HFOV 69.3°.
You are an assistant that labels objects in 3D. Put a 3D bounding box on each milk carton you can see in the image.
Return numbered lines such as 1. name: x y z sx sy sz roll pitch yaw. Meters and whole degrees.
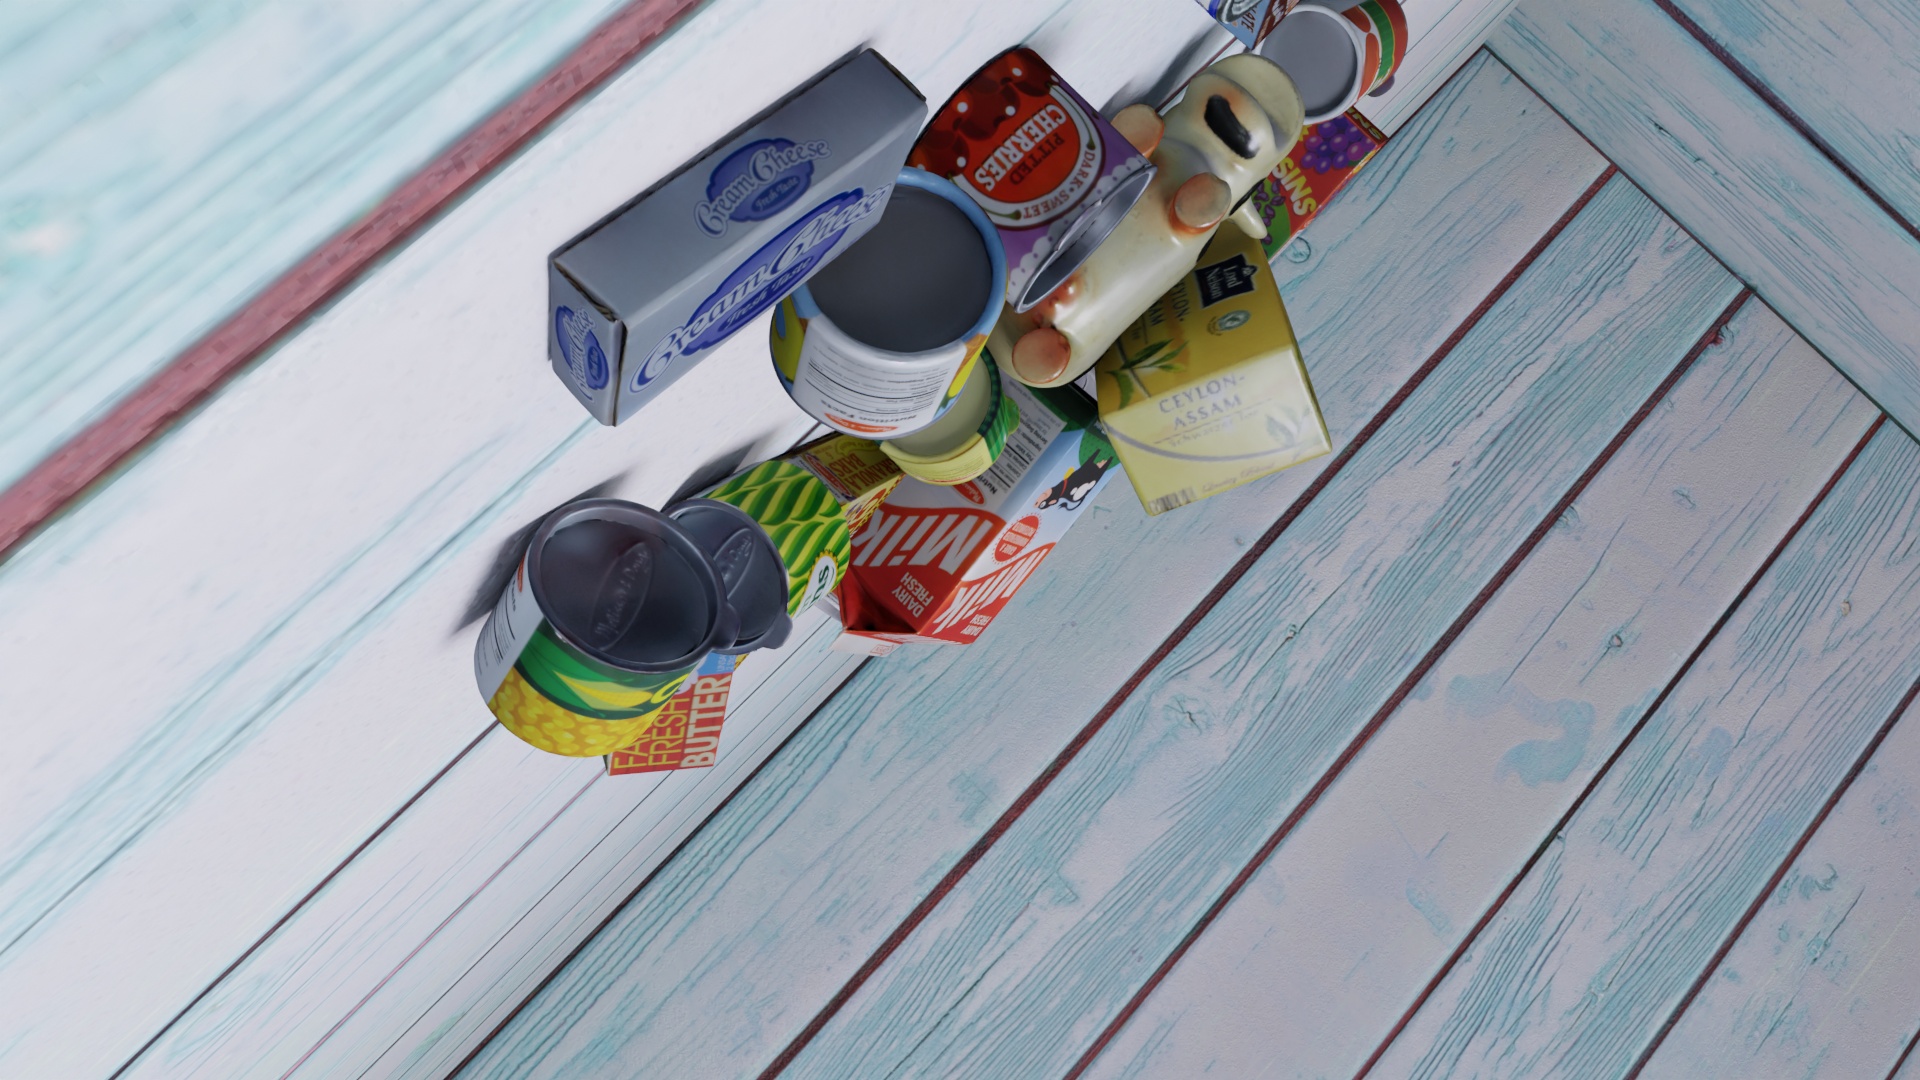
1. milk carton: 0.003 -0.009 0.754 0.190 0.073 0.072 -51 155 9

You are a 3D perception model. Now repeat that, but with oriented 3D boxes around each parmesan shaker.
1. parmesan shaker: -0.008 -0.064 0.658 0.071 0.071 0.103 -46 176 0

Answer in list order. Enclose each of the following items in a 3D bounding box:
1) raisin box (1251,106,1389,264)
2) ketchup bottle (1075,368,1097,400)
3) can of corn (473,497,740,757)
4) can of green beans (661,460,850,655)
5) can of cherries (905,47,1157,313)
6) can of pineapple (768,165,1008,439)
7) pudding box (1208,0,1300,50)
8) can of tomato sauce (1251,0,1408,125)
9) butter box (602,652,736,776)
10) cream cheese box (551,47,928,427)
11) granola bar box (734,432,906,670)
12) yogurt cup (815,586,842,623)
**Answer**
1. raisin box: 0.229 -0.266 0.993 0.123 0.086 0.040 -48 174 33
2. ketchup bottle: 0.114 -0.135 0.942 0.149 0.043 0.064 -43 174 -43
3. can of corn: -0.117 0.031 0.457 0.058 0.071 0.071 -47 176 39
4. can of green beans: -0.086 0.006 0.571 0.071 0.071 0.058 -48 176 29
5. can of cherries: 0.022 -0.120 0.460 0.071 0.058 0.071 -44 177 -3
6. can of pineapple: -0.023 -0.073 0.422 0.071 0.071 0.057 -44 176 -21
7. pudding box: 0.132 -0.242 0.570 0.049 0.030 0.083 -47 177 2
8. can of tomato sauce: 0.210 -0.276 0.788 0.083 0.071 0.071 -41 174 -47
9. butter box: -0.132 0.064 0.626 0.053 0.024 0.103 -3 134 -23
10. cream cheese box: -0.055 -0.075 0.345 0.104 0.024 0.053 -44 176 -27
11. granola bar box: -0.111 0.022 0.695 0.165 0.039 0.124 -47 175 23
12. yogurt cup: -0.075 0.014 0.856 0.054 0.072 0.072 -53 178 -13
